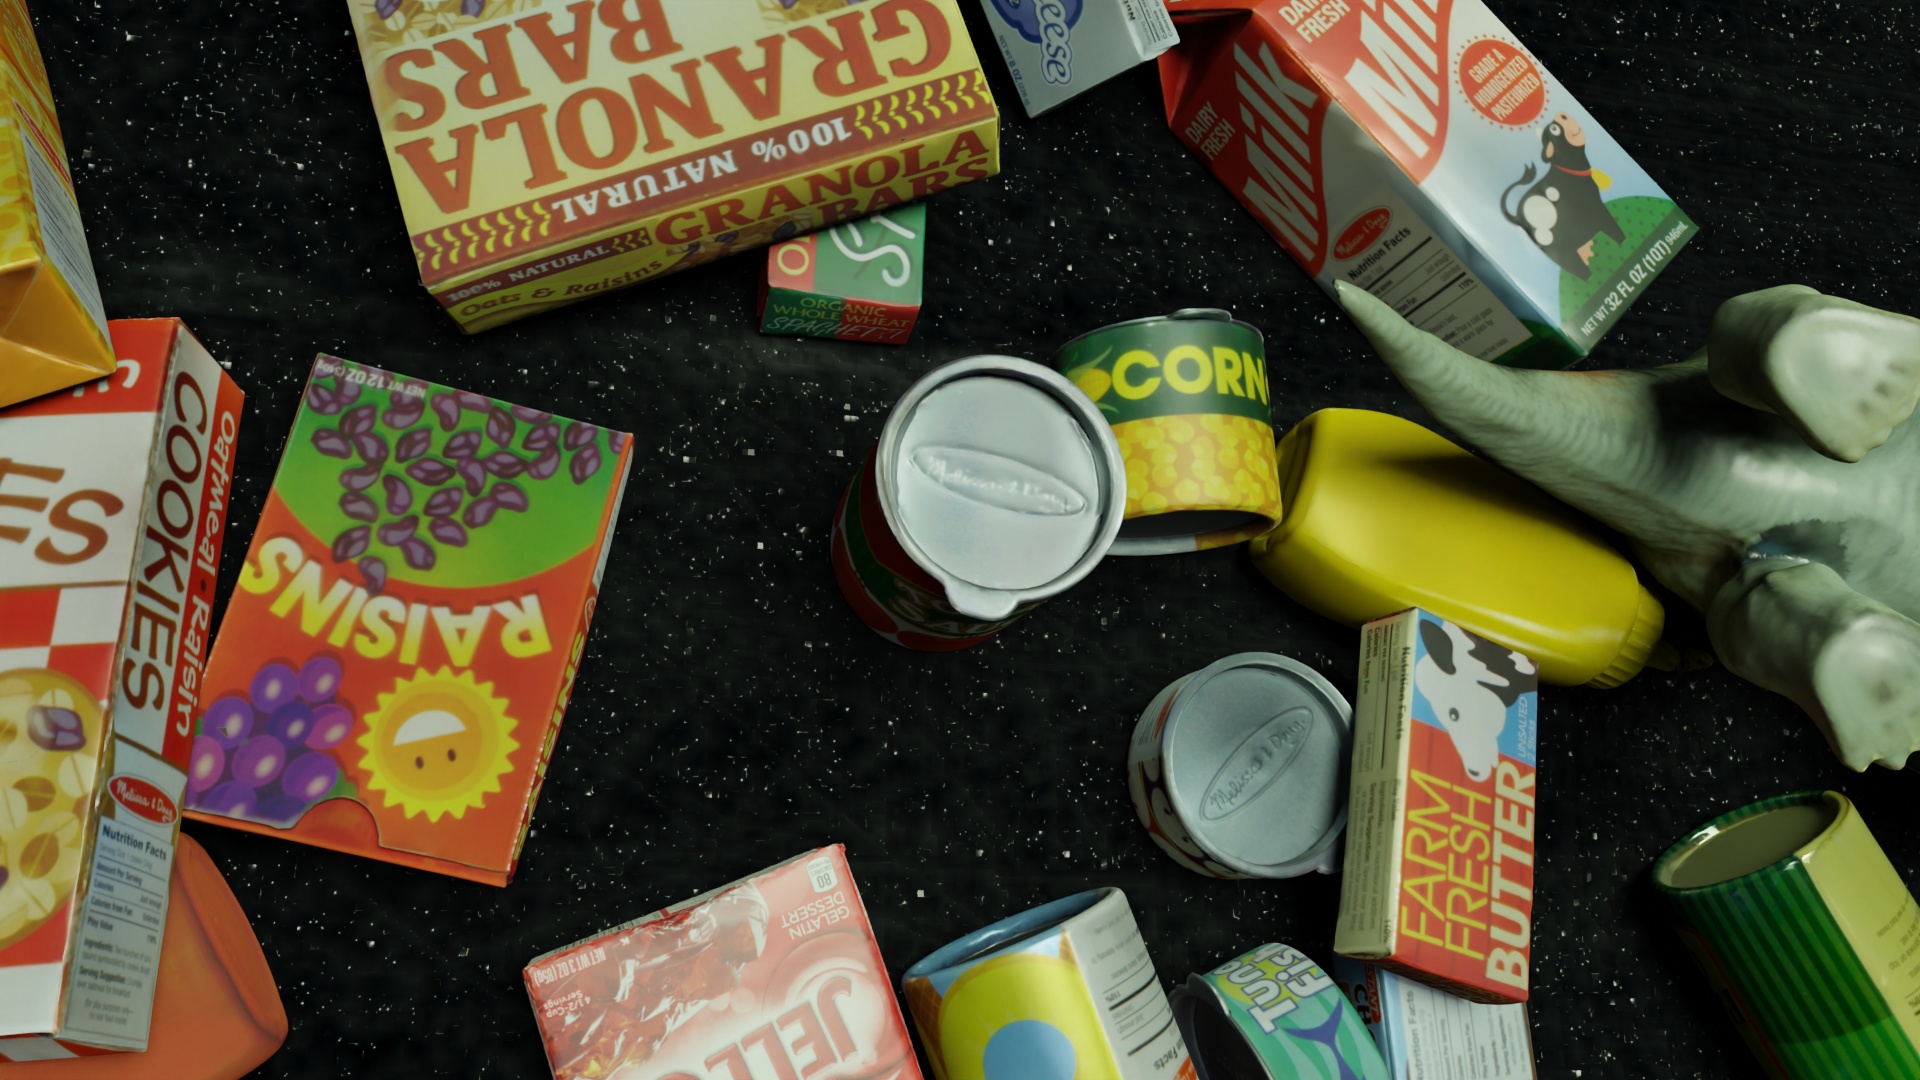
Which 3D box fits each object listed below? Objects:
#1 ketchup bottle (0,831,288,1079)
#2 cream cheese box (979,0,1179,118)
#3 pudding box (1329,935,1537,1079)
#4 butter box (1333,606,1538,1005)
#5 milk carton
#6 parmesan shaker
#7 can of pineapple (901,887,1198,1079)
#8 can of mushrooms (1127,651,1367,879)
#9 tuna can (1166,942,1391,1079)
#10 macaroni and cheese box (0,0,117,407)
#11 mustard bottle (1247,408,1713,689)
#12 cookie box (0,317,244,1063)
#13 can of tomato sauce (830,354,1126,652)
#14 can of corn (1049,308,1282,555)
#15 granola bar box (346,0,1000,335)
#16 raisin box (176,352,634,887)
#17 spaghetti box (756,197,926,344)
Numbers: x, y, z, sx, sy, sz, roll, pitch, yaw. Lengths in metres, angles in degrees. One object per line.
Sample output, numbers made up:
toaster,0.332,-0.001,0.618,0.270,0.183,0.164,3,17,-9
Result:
ketchup bottle,-0.239,0.129,0.315,0.149,0.043,0.065,-28,79,-19
cream cheese box,0.026,-0.196,0.449,0.024,0.053,0.103,-36,106,-42
pudding box,0.143,0.160,0.414,0.050,0.030,0.084,0,76,-16
butter box,0.140,0.077,0.405,0.053,0.024,0.104,22,64,-21
milk carton,0.142,-0.138,0.470,0.190,0.073,0.072,46,70,1
parmesan shaker,0.275,0.138,0.437,0.071,0.071,0.103,-28,83,-19
can of pineapple,0.022,0.133,0.372,0.071,0.070,0.058,-19,81,-18
can of mushrooms,0.088,0.071,0.422,0.071,0.033,0.071,4,74,-14
tuna can,0.087,0.146,0.383,0.033,0.071,0.071,-19,81,-20
macaroni and cheese box,-0.286,-0.089,0.330,0.124,0.040,0.167,-22,59,-18
mustard bottle,0.174,0.013,0.451,0.160,0.048,0.065,24,70,-9
cookie box,-0.243,0.031,0.314,0.123,0.040,0.168,-4,65,-3
can of tomato sauce,0.001,-0.005,0.393,0.071,0.083,0.071,4,75,-14
can of corn,0.063,-0.031,0.422,0.071,0.071,0.058,0,77,-15
granola bar box,-0.086,-0.144,0.407,0.166,0.039,0.124,-18,76,-5
raisin box,-0.145,0.022,0.371,0.086,0.040,0.123,15,73,-11
spaghetti box,-0.033,-0.186,0.460,0.050,0.028,0.250,5,74,-12
